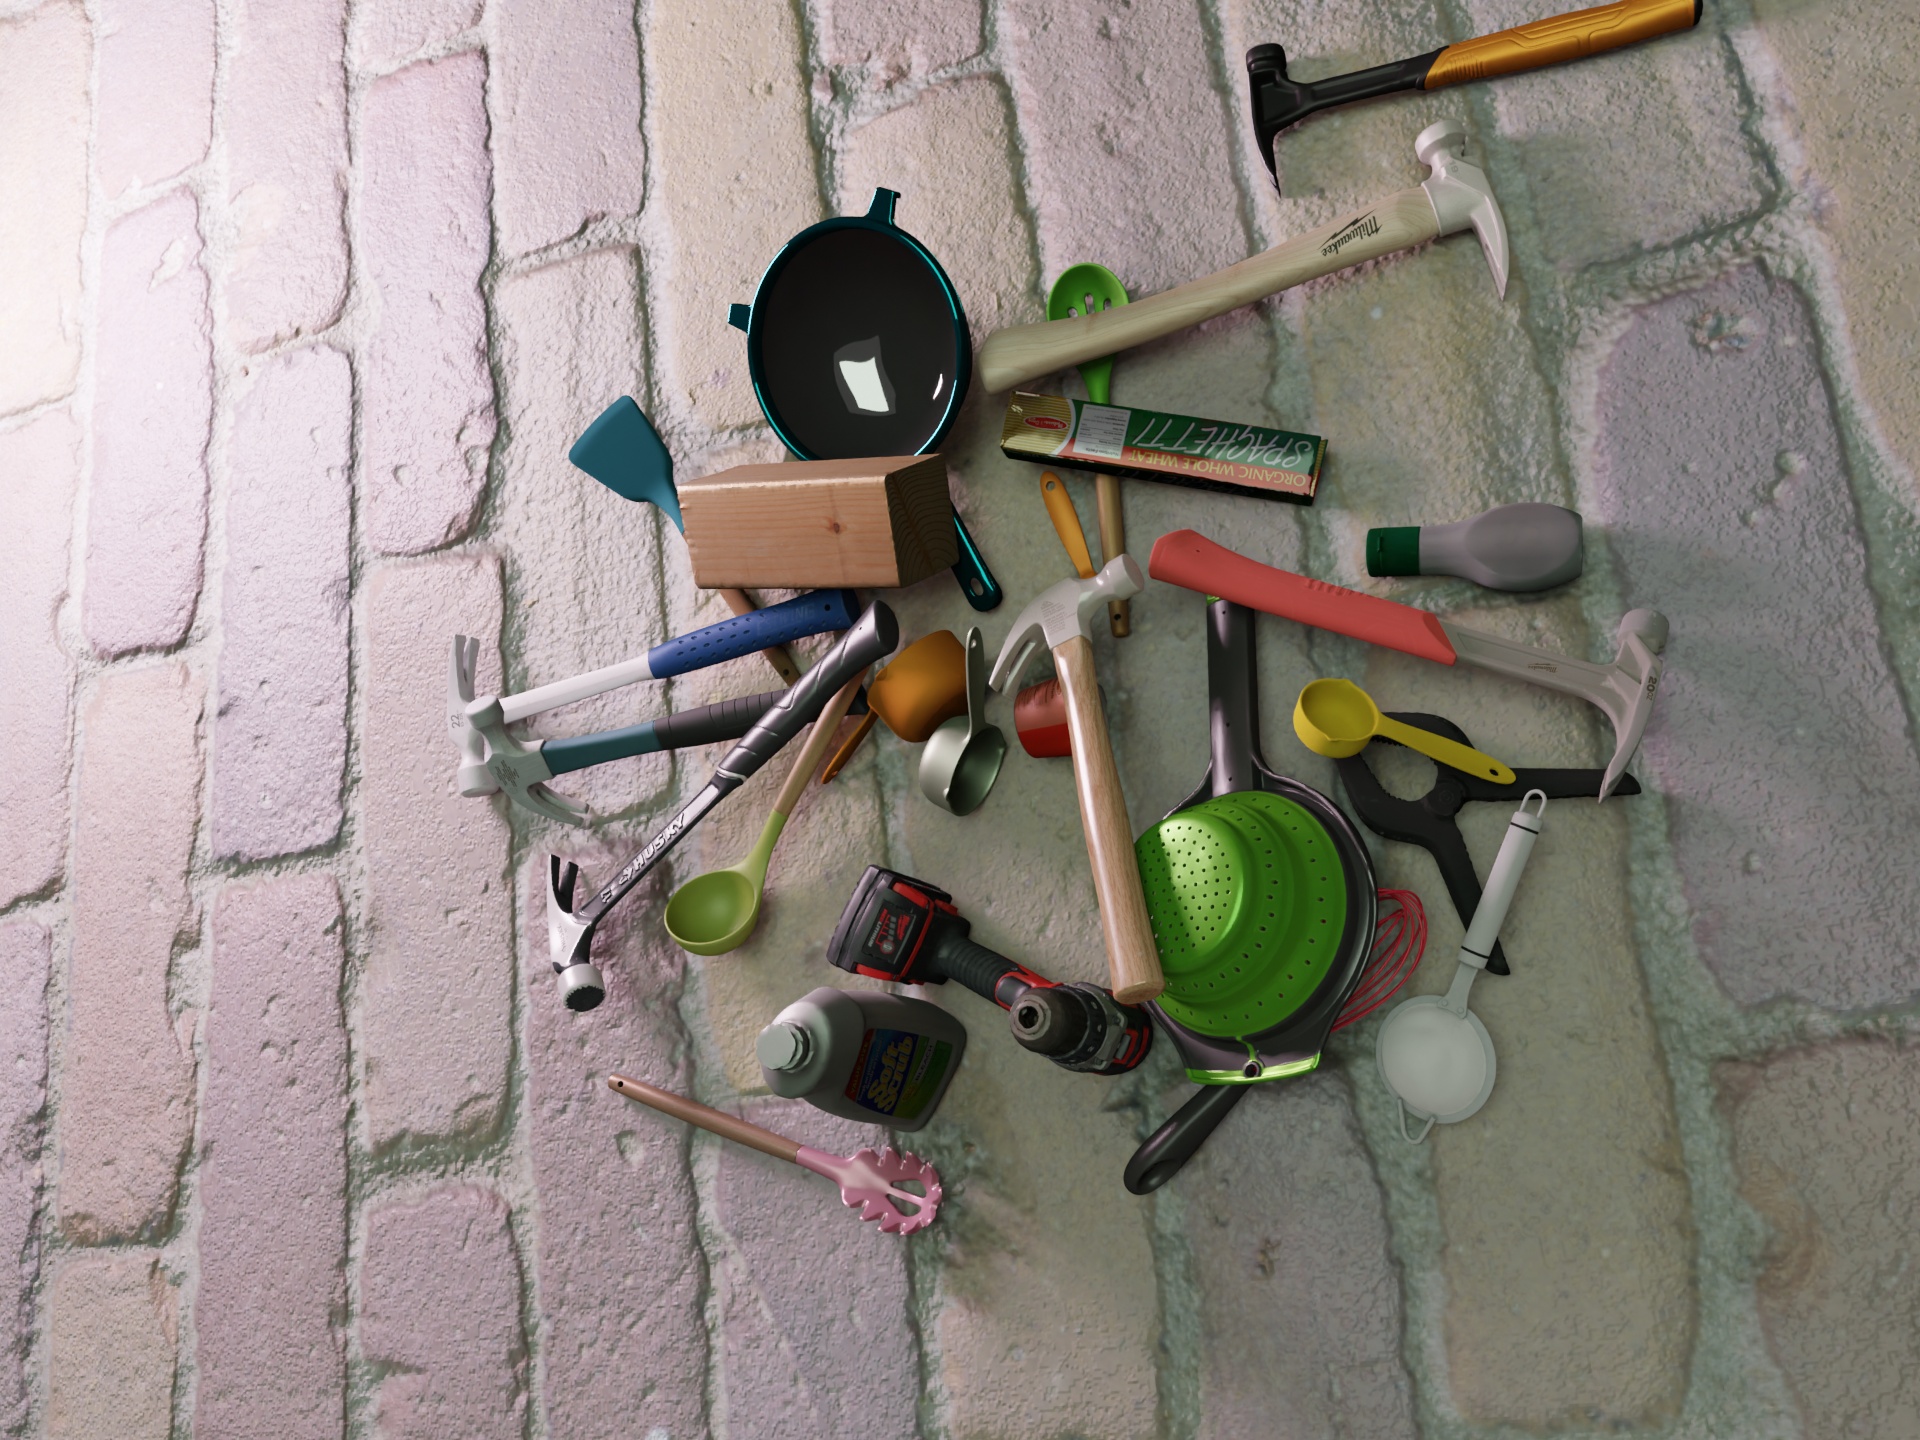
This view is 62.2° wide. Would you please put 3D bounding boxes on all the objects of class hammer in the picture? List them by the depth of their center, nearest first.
[{"bbox_3d":[0.094,0.041,1.119,0.130,0.031,0.332,-27,53,27],"label":"hammer"},{"bbox_3d":[0.302,-0.060,1.124,0.359,0.036,0.149,19,61,19],"label":"hammer"},{"bbox_3d":[0.393,-0.506,1.235,0.337,0.034,0.127,-8,74,19],"label":"hammer"},{"bbox_3d":[0.212,-0.329,1.241,0.410,0.038,0.146,-18,73,10],"label":"hammer"},{"bbox_3d":[-0.197,0.053,1.279,0.409,0.036,0.149,-44,45,15],"label":"hammer"},{"bbox_3d":[-0.239,0.008,1.329,0.331,0.128,0.033,-12,29,10],"label":"hammer"},{"bbox_3d":[-0.274,-0.051,1.364,0.405,0.035,0.144,-16,81,20],"label":"hammer"}]

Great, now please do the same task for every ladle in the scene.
[{"bbox_3d":[-0.140,0.048,1.275,0.078,0.062,0.320,35,100,39],"label":"ladle"}]

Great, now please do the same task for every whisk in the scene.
[{"bbox_3d":[0.217,0.228,1.121,0.296,0.073,0.073,-49,66,10],"label":"whisk"}]

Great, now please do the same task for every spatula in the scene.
[{"bbox_3d":[-0.230,-0.147,1.384,0.082,0.044,0.318,-42,68,12],"label":"spatula"}]

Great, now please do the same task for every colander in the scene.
[{"bbox_3d":[0.177,0.051,1.127,0.204,0.094,0.397,-17,61,39],"label":"colander"}]

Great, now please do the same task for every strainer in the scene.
[{"bbox_3d":[0.340,0.166,1.072,0.087,0.050,0.258,23,95,40],"label":"strainer"},{"bbox_3d":[-0.036,-0.250,1.317,0.211,0.095,0.340,-28,90,33],"label":"strainer"}]

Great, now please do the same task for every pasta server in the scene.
[{"bbox_3d":[-0.151,0.330,1.247,0.316,0.040,0.060,14,71,24],"label":"pasta server"}]

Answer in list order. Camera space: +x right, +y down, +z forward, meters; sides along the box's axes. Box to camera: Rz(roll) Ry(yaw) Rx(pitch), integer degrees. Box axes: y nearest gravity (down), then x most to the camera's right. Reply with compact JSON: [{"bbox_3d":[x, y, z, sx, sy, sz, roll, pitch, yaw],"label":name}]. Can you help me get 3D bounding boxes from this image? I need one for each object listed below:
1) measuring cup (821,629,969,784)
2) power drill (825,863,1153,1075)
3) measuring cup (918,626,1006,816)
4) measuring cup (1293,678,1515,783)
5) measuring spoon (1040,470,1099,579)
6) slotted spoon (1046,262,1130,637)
[{"bbox_3d":[-0.049,0.006,1.270,0.052,0.095,0.173,47,115,17],"label":"measuring cup"},{"bbox_3d":[0.017,0.184,1.139,0.227,0.187,0.080,23,87,28],"label":"power drill"},{"bbox_3d":[-0.002,-0.004,1.212,0.038,0.083,0.167,21,130,28],"label":"measuring cup"},{"bbox_3d":[0.306,0.019,1.104,0.156,0.029,0.062,22,49,4],"label":"measuring cup"},{"bbox_3d":[0.087,-0.153,1.281,0.021,0.011,0.117,-25,70,14],"label":"measuring spoon"},{"bbox_3d":[0.114,-0.218,1.279,0.070,0.031,0.314,-8,77,17],"label":"slotted spoon"}]
